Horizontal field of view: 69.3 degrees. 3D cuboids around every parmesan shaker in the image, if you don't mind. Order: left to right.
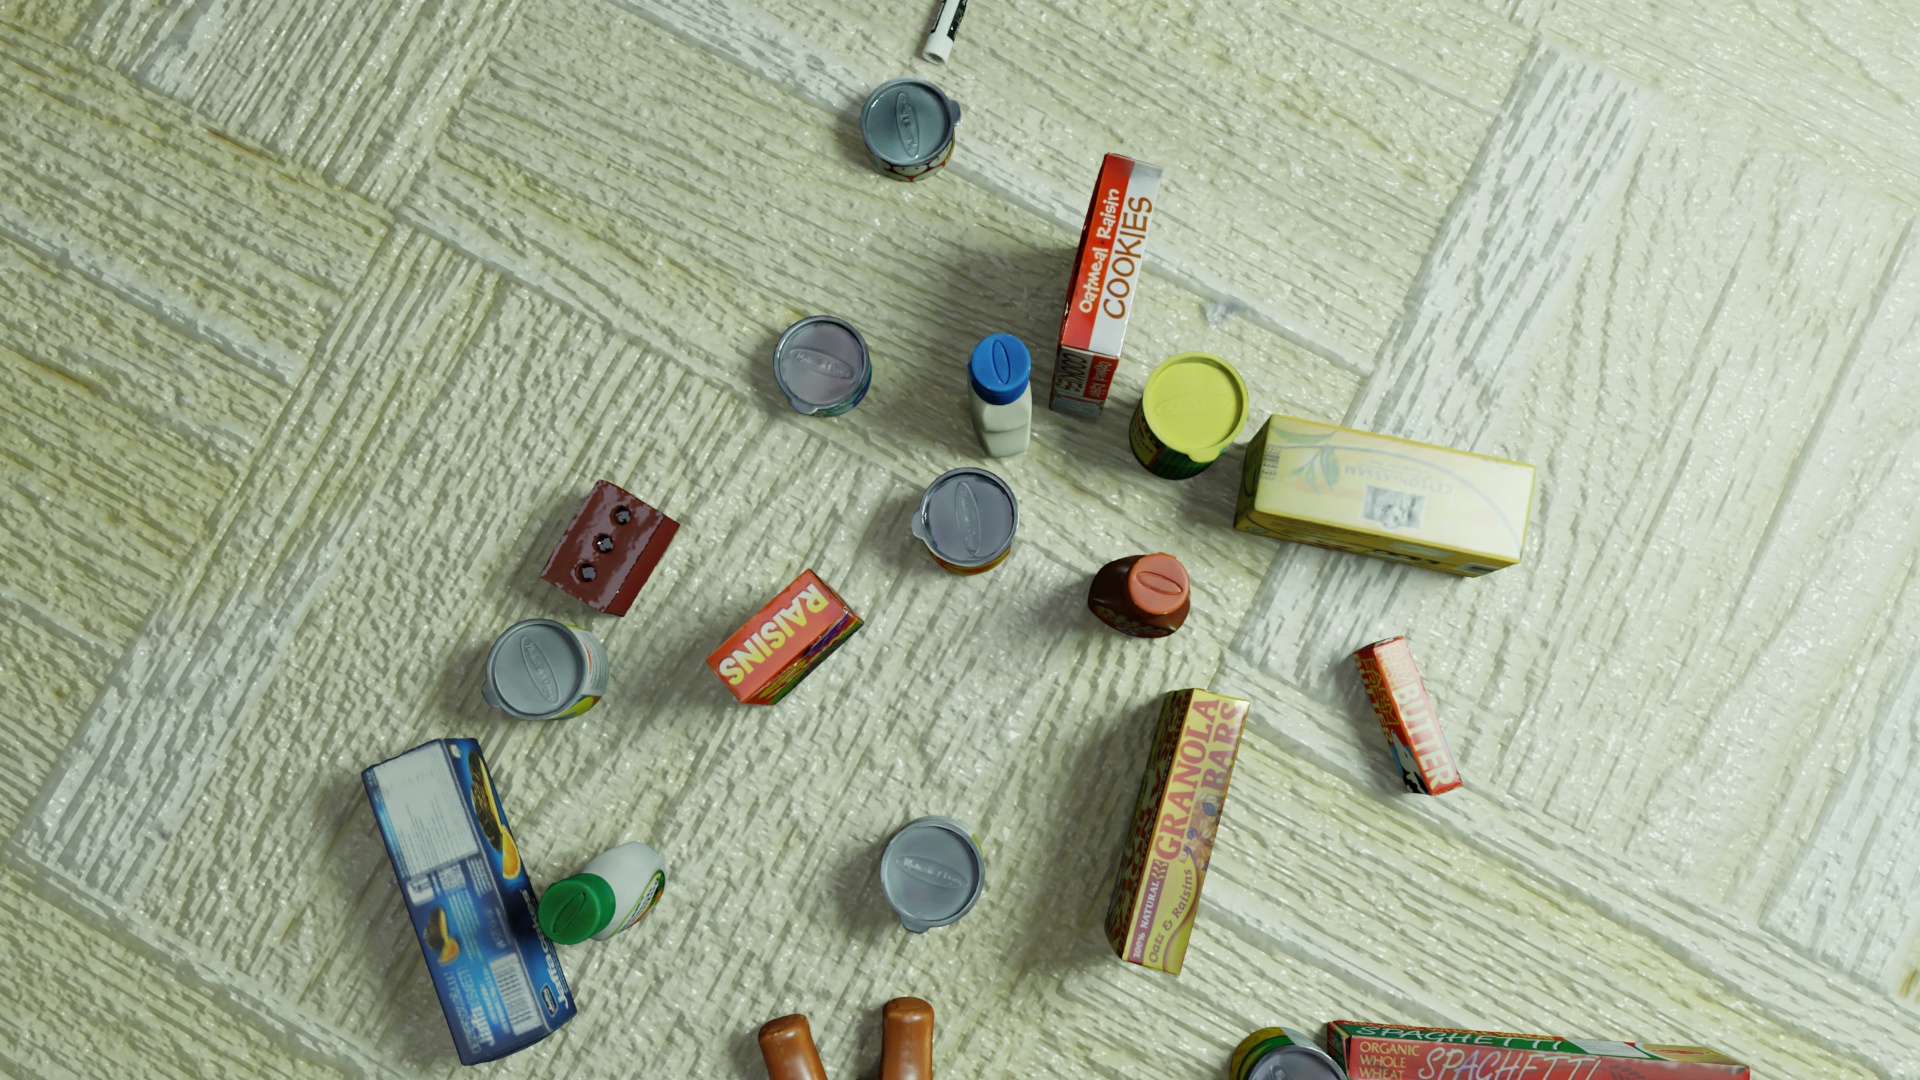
[{"bbox_3d":[0.148,-0.077,0.914,0.071,0.103,0.071,0,82,1],"label":"parmesan shaker"}]

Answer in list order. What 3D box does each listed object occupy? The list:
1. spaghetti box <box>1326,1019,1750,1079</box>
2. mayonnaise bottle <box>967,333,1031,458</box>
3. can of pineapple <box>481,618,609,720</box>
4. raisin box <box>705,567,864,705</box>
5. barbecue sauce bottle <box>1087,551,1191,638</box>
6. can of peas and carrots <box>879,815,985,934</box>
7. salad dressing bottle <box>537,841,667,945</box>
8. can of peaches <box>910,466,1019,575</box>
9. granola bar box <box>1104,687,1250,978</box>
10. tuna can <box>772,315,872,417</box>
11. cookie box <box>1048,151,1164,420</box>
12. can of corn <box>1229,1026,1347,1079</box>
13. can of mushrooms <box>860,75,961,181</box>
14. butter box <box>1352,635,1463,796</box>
[{"bbox_3d":[0.361,0.331,0.879,0.250,0.050,0.029,4,82,1],"label":"spaghetti box"},{"bbox_3d":[0.026,-0.096,0.896,0.041,0.148,0.065,-11,82,0],"label":"mayonnaise bottle"},{"bbox_3d":[-0.274,0.087,0.921,0.071,0.058,0.071,0,82,1],"label":"can of pineapple"},{"bbox_3d":[-0.109,0.065,0.888,0.086,0.123,0.040,-41,84,-4],"label":"raisin box"},{"bbox_3d":[0.117,0.034,0.876,0.065,0.148,0.044,20,83,4],"label":"barbecue sauce bottle"},{"bbox_3d":[-0.018,0.215,0.898,0.071,0.058,0.071,0,82,1],"label":"can of peas and carrots"},{"bbox_3d":[-0.221,0.220,0.855,0.044,0.147,0.064,37,85,5],"label":"salad dressing bottle"},{"bbox_3d":[0.003,-0.012,0.930,0.071,0.058,0.071,0,82,1],"label":"can of peaches"},{"bbox_3d":[0.132,0.176,0.868,0.039,0.124,0.165,16,83,3],"label":"granola bar box"},{"bbox_3d":[-0.095,-0.117,0.959,0.071,0.033,0.071,0,82,1],"label":"tuna can"},{"bbox_3d":[0.090,-0.157,0.894,0.040,0.167,0.123,13,83,3],"label":"cookie box"},{"bbox_3d":[0.204,0.347,0.875,0.071,0.058,0.071,0,82,1],"label":"can of corn"},{"bbox_3d":[-0.034,-0.291,0.983,0.071,0.033,0.071,0,82,1],"label":"can of mushrooms"},{"bbox_3d":[0.292,0.115,0.909,0.024,0.053,0.103,-20,82,-1],"label":"butter box"}]
